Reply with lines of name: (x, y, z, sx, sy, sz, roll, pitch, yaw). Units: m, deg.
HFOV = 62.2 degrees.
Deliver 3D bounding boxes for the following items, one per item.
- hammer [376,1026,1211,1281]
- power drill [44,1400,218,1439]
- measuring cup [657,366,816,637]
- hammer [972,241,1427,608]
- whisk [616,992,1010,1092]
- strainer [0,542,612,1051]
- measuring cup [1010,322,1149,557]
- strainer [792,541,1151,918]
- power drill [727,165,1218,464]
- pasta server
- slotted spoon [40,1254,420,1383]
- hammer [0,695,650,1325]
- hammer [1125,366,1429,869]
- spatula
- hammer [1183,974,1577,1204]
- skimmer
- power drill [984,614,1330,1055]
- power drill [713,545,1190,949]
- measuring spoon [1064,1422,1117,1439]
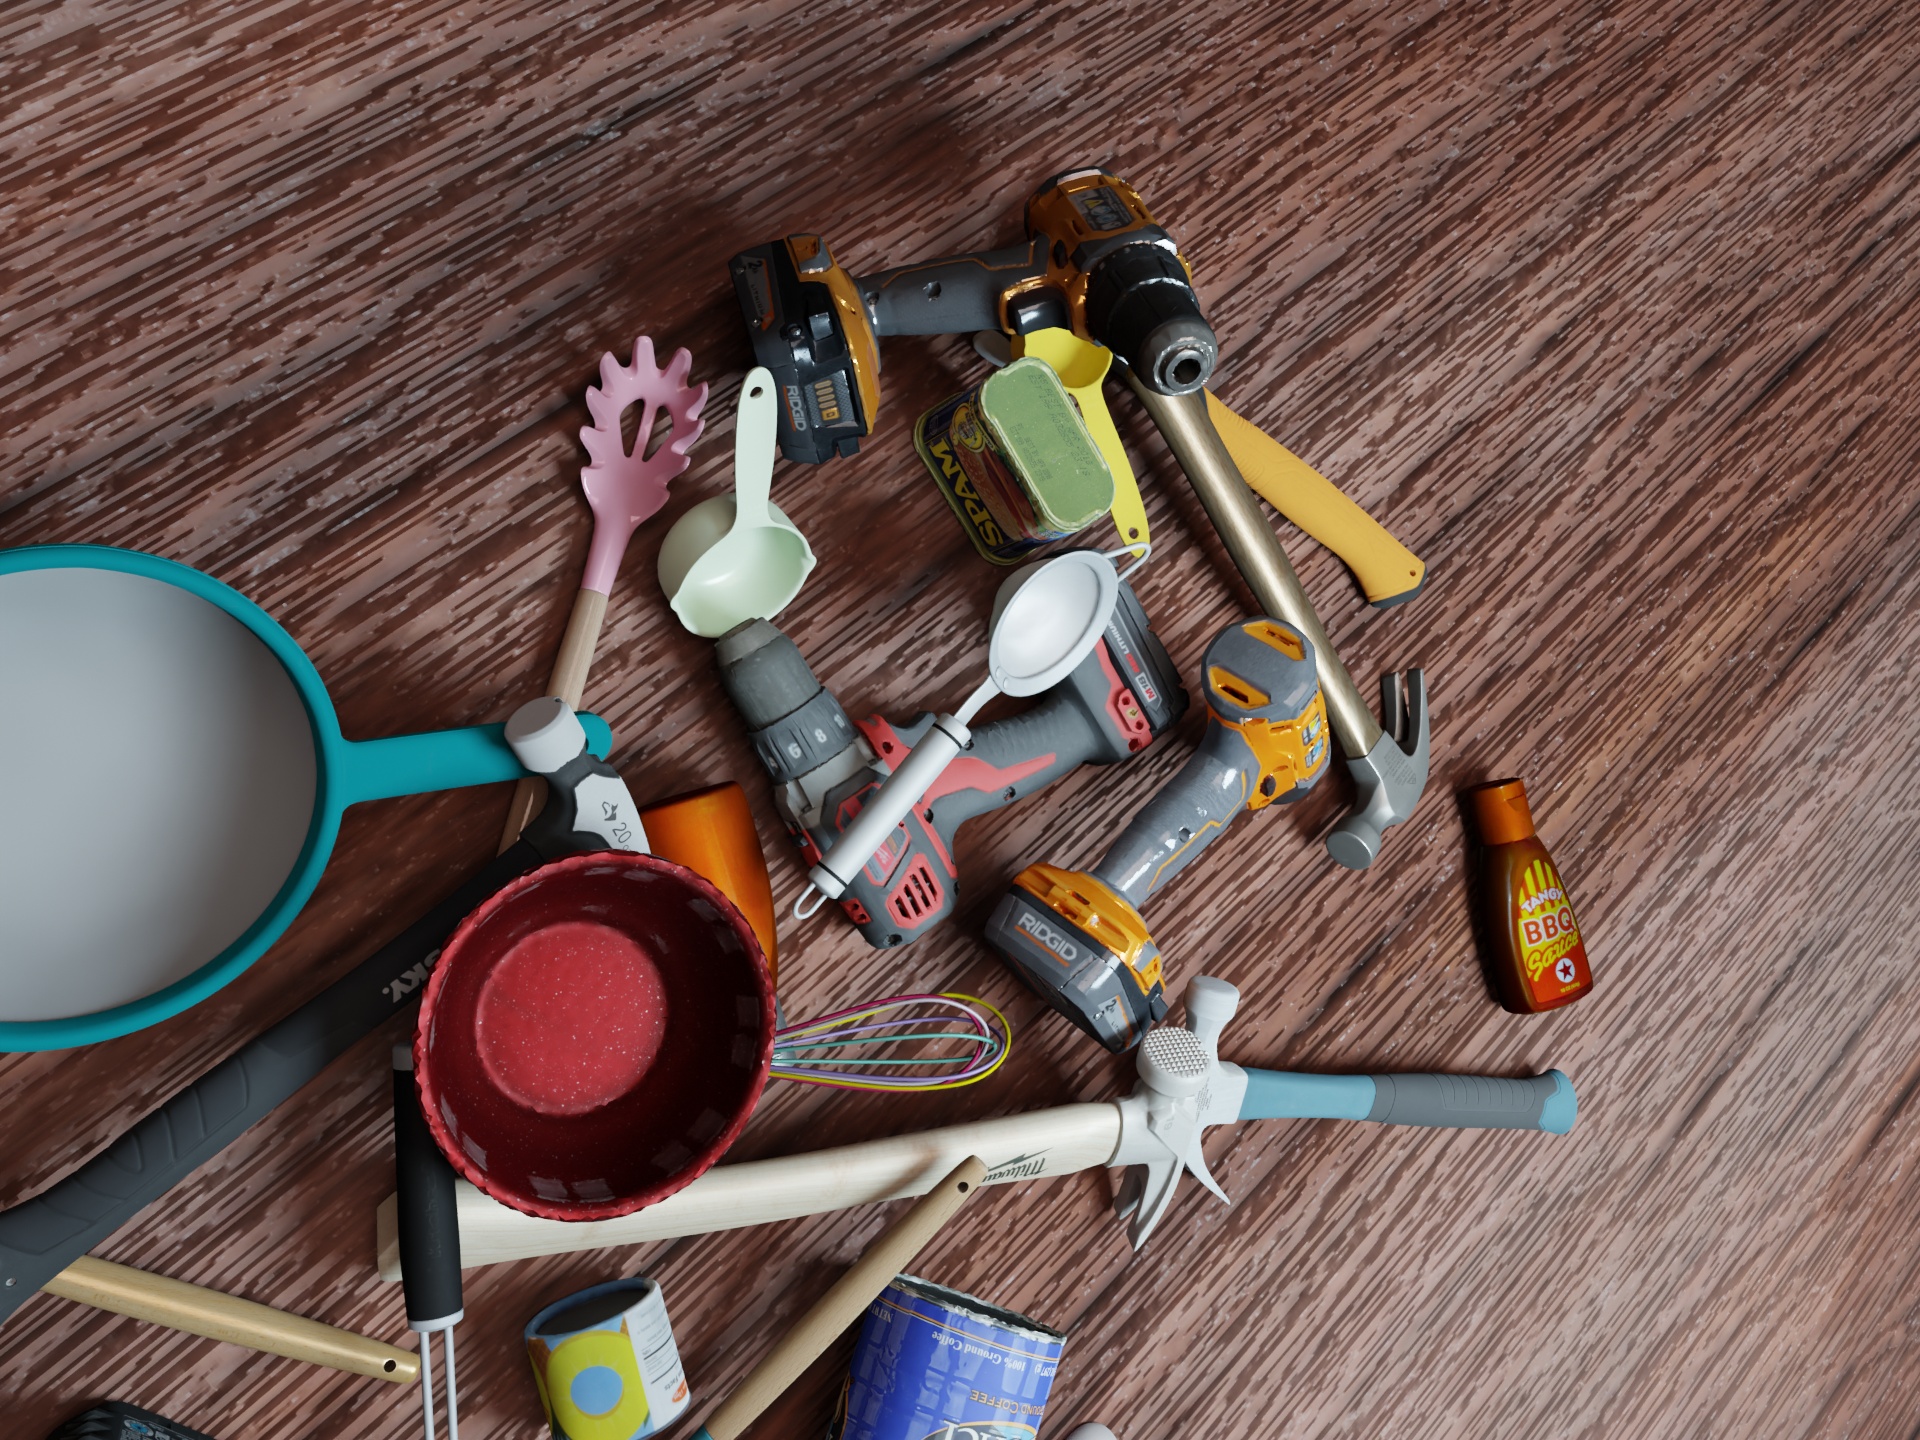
hammer: (-0.075, 0.239, 0.801, 0.410, 0.038, 0.146, -3, 126, -18)
power drill: (-0.354, 0.422, 0.645, 0.190, 0.080, 0.228, 34, 74, -18)
measuring cup: (-0.112, -0.113, 0.784, 0.083, 0.167, 0.038, -20, 54, -28)
hammer: (0.167, -0.183, 0.986, 0.336, 0.034, 0.127, 35, 72, -18)
whisk: (-0.098, 0.161, 0.774, 0.245, 0.051, 0.047, -3, 75, 0)
strainer: (-0.326, 0.015, 0.696, 0.340, 0.095, 0.211, -8, 113, -39)
measuring cup: (0.072, -0.165, 0.908, 0.062, 0.029, 0.156, -23, 98, -26)
strainer: (-0.001, -0.003, 0.802, 0.258, 0.050, 0.086, -50, 146, -10)
power drill: (0.008, -0.200, 0.806, 0.226, 0.186, 0.084, -16, 133, -5)
pasta server: (-0.192, -0.040, 0.796, 0.060, 0.040, 0.316, 16, 78, -8)
slotted spoon: (-0.383, 0.238, 0.679, 0.313, 0.031, 0.070, 26, 74, -23)
hammer: (-0.279, 0.140, 0.702, 0.335, 0.035, 0.146, -39, 131, -22)
hammer: (0.194, -0.077, 0.957, 0.130, 0.031, 0.331, -46, 112, -35)
spatula: (-0.098, 0.332, 0.767, 0.082, 0.044, 0.317, 45, 87, -11)
hammer: (0.255, 0.228, 0.966, 0.330, 0.033, 0.128, 9, 101, -29)
skimmer: (-0.208, 0.321, 0.672, 0.127, 0.090, 0.363, -3, 89, -35)
power drill: (0.123, 0.068, 0.875, 0.084, 0.164, 0.226, 34, 78, 28)
power drill: (-0.007, -0.011, 0.860, 0.227, 0.080, 0.188, -35, 101, -21)
measuring spoon: (0.035, 0.404, 0.863, 0.124, 0.018, 0.034, 8, 81, -24)
